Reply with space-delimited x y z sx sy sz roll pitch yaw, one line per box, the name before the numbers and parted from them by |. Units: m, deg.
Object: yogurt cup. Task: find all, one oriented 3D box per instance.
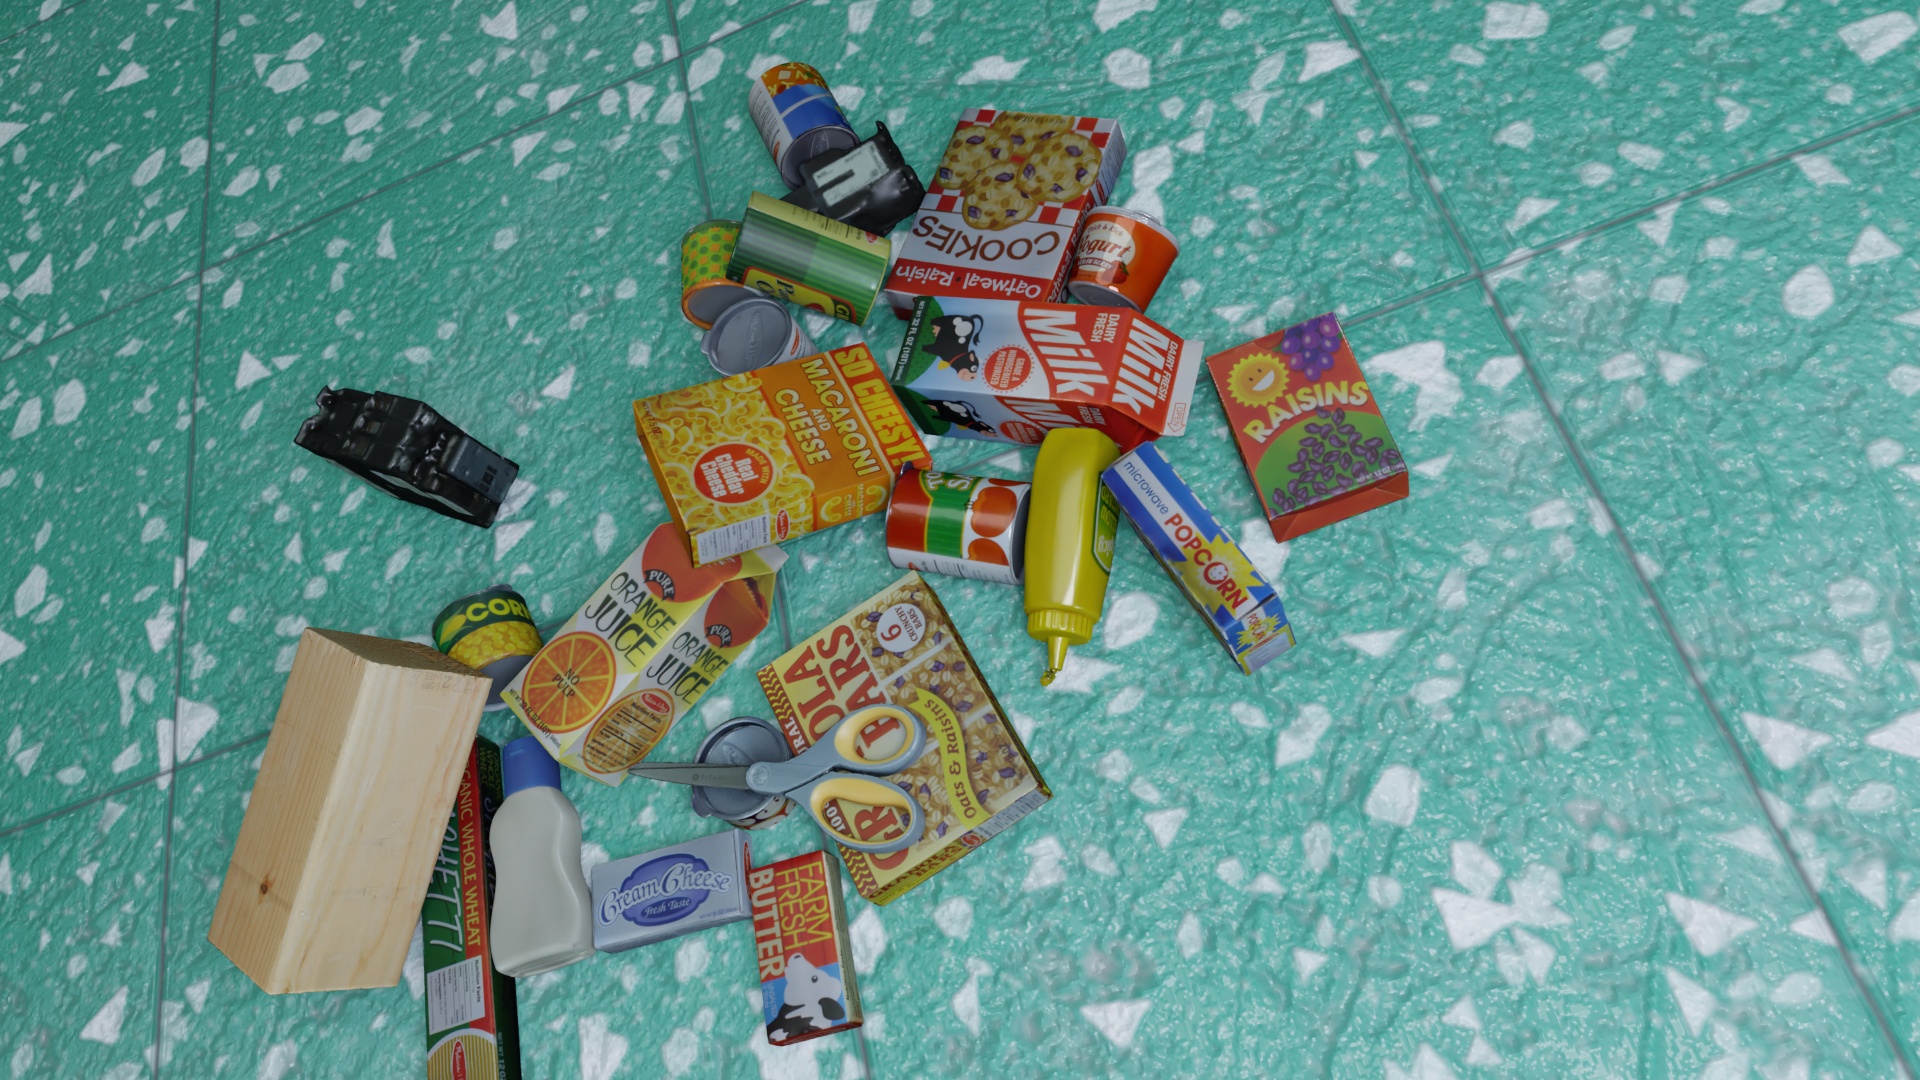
yogurt cup | 0.107 -0.184 0.932 0.072 0.072 0.054 19 82 27

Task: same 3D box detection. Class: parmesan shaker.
parmesan shaker | -0.109 -0.200 0.989 0.103 0.071 0.071 18 69 -13

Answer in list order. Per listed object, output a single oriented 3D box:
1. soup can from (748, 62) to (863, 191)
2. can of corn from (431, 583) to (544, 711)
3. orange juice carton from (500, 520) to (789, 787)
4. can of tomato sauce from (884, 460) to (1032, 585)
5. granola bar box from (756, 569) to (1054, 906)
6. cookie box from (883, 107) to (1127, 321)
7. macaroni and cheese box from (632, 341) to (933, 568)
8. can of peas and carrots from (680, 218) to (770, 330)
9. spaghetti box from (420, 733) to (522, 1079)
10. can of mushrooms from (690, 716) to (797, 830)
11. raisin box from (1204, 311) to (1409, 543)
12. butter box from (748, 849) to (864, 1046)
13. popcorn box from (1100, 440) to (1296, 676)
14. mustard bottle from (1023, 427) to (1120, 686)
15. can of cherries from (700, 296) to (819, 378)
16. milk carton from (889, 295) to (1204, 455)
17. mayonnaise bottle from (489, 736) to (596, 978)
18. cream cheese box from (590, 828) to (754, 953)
soup can | -0.119 -0.320 1.078 0.071 0.071 0.084 -30 59 5
can of corn | -0.322 0.074 0.958 0.071 0.071 0.058 -35 60 1
orange juice carton | -0.199 0.062 0.917 0.072 0.073 0.193 38 82 30
can of tomato sauce | 0.003 -0.011 0.880 0.083 0.071 0.071 8 69 19
granola bar box | -0.037 0.119 0.851 0.124 0.039 0.166 -33 59 3
cookie box | 0.033 -0.227 0.993 0.123 0.040 0.168 13 70 25
macaroni and cheese box | -0.119 -0.061 0.928 0.167 0.040 0.124 -17 55 -18
can of peas and carrots | -0.177 -0.196 1.038 0.071 0.070 0.059 -13 63 14
spaghetti box | -0.318 0.248 0.896 0.050 0.028 0.251 -20 60 10
can of mushrooms | -0.135 0.149 0.875 0.071 0.033 0.071 -8 64 16
raisin box | 0.211 -0.071 0.853 0.086 0.040 0.124 -21 60 11
butter box | -0.092 0.240 0.821 0.053 0.024 0.104 -18 61 10
popcorn box | 0.139 0.010 0.813 0.038 0.085 0.127 -36 59 2
mustard bottle | 0.067 0.012 0.853 0.049 0.065 0.160 0 71 25
can of cherries | -0.142 -0.132 0.999 0.071 0.058 0.072 -8 64 17
milk carton | 0.059 -0.107 0.905 0.190 0.073 0.072 7 69 22
mayonnaise bottle | -0.272 0.200 0.896 0.065 0.041 0.149 -19 59 7
cream cheese box | -0.179 0.218 0.862 0.104 0.024 0.053 -17 61 12
